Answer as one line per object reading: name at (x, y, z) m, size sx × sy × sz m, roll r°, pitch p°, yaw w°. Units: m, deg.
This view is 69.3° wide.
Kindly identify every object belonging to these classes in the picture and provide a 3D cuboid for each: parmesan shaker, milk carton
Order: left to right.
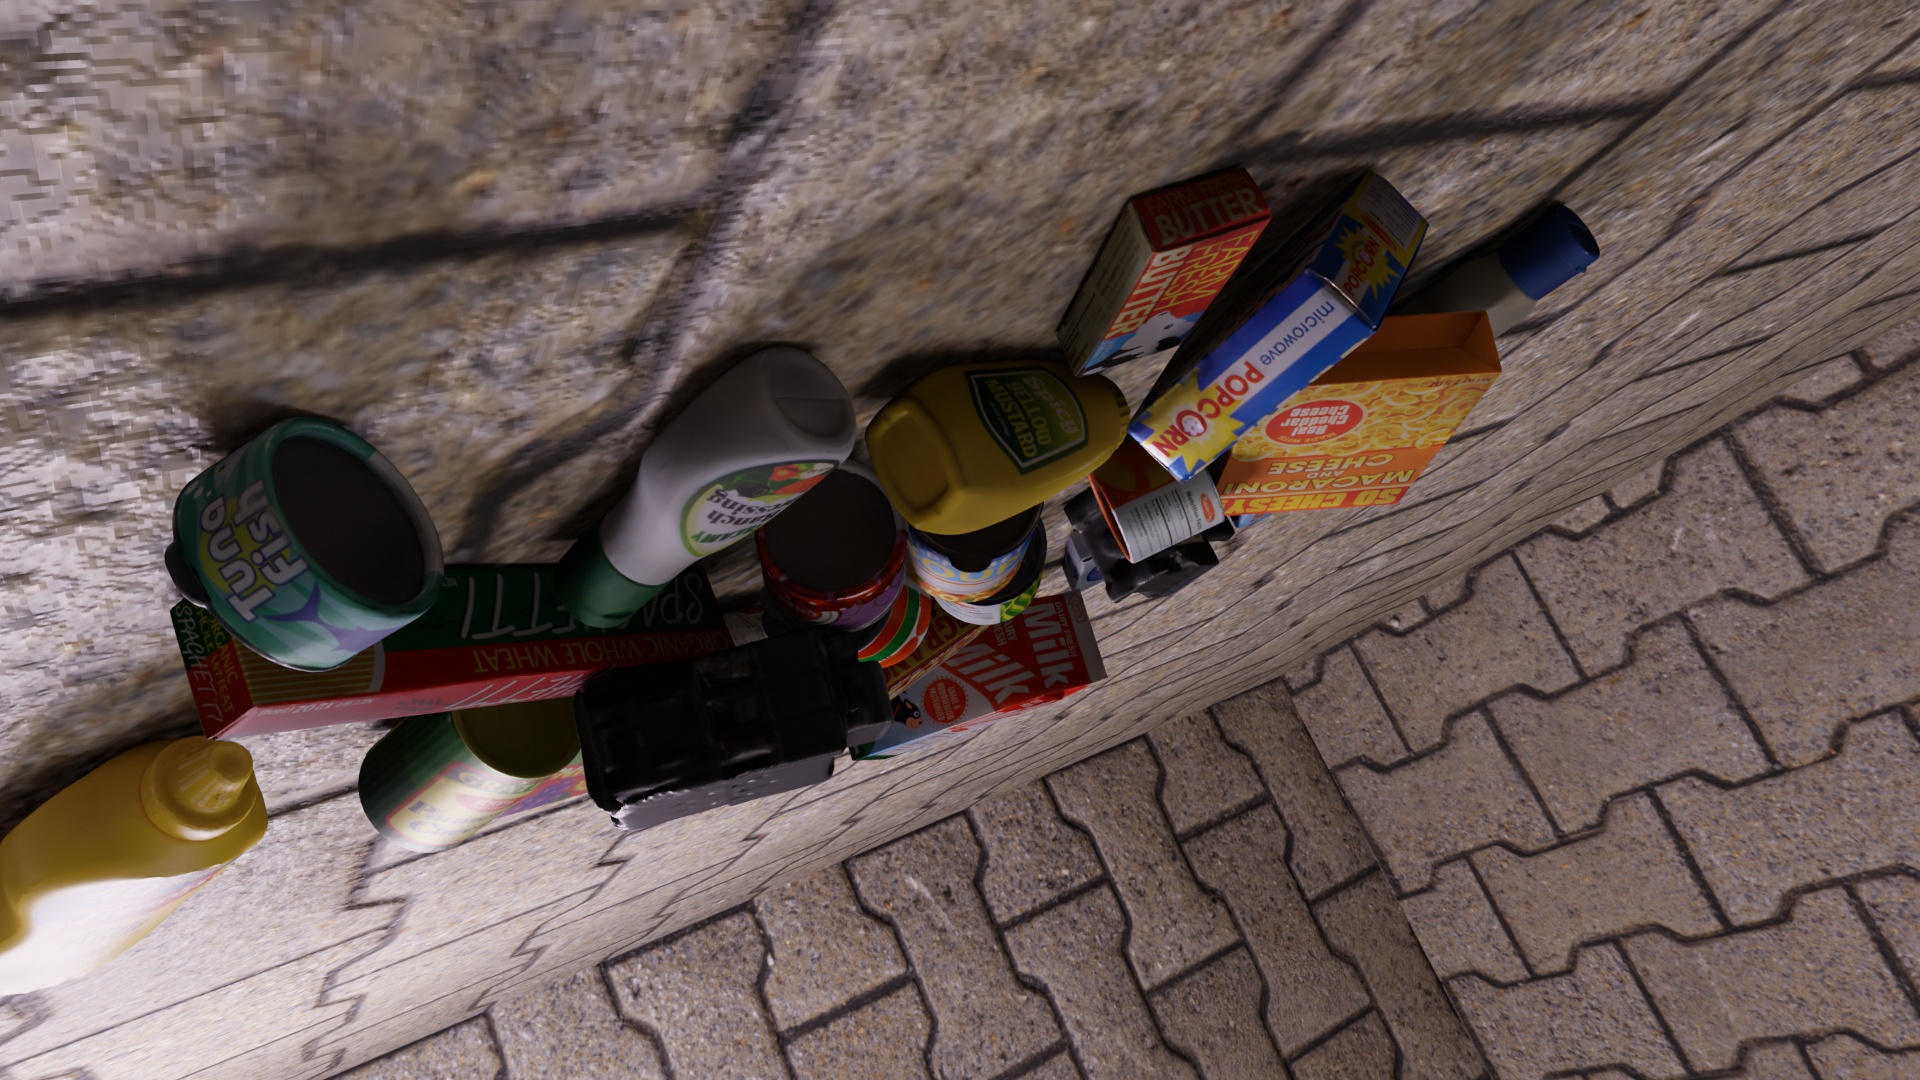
parmesan shaker at (-0.232, 0.102, 0.665) m, size 0.102 × 0.071 × 0.071 m, roll -36°, pitch 163°, yaw 35°
milk carton at (0.008, 0.098, 1.015) m, size 0.190 × 0.072 × 0.073 m, roll -20°, pitch 167°, yaw 12°

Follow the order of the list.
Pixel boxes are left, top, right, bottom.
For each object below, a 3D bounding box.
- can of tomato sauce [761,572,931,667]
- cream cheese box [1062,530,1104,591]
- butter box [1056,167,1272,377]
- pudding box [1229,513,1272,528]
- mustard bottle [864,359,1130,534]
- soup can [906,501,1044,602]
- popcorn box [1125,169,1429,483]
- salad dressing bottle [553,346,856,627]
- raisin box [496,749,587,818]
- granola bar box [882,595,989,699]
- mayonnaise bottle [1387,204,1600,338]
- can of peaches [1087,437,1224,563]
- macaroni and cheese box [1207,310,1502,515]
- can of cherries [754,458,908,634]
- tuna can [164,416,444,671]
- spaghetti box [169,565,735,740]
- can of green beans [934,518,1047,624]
can of tomato sauce at (-0.057, 0.033, 0.720) m, size 0.071 × 0.071 × 0.083 m, roll -27°, pitch 166°, yaw 7°
cream cheese box at (0.103, 0.008, 0.993) m, size 0.053 × 0.024 × 0.103 m, roll -23°, pitch 166°, yaw -5°
butter box at (0.077, -0.103, 0.548) m, size 0.053 × 0.024 × 0.103 m, roll -20°, pitch 165°, yaw -19°
pudding box at (0.192, -0.046, 0.900) m, size 0.030 × 0.050 × 0.083 m, roll -21°, pitch 165°, yaw -12°
mustard bottle at (0.030, -0.048, 0.596) m, size 0.048 × 0.065 × 0.161 m, roll -36°, pitch 170°, yaw 40°
soup can at (0.002, -0.008, 0.664) m, size 0.071 × 0.071 × 0.083 m, roll -23°, pitch 166°, yaw -10°
popcorn box at (0.133, -0.089, 0.590) m, size 0.126 × 0.038 × 0.085 m, roll -43°, pitch -171°, yaw 50°
salad dressing bottle at (-0.100, -0.015, 0.519) m, size 0.147 × 0.044 × 0.064 m, roll -36°, pitch 161°, yaw 36°
raisin box at (-0.212, 0.111, 0.796) m, size 0.086 × 0.040 × 0.123 m, roll -10°, pitch 158°, yaw -49°
granola bar box at (-0.047, 0.078, 0.883) m, size 0.166 × 0.039 × 0.123 m, roll -33°, pitch 172°, yaw -36°
mayonnaise bottle at (0.281, -0.128, 0.775) m, size 0.065 × 0.041 × 0.147 m, roll -3°, pitch 153°, yaw -45°
can of peaches at (0.108, -0.029, 0.788) m, size 0.058 × 0.071 × 0.071 m, roll -26°, pitch 166°, yaw 1°
macaroni and cheese box at (0.206, -0.066, 0.768) m, size 0.124 × 0.040 × 0.165 m, roll -4°, pitch 159°, yaw -3°
can of cherries at (-0.058, 0.005, 0.613) m, size 0.071 × 0.071 × 0.058 m, roll -23°, pitch 165°, yaw -11°
tuna can at (-0.181, 0.000, 0.388) m, size 0.033 × 0.071 × 0.071 m, roll -30°, pitch 165°, yaw 13°
spaghetti box at (-0.183, 0.038, 0.557) m, size 0.028 × 0.050 × 0.250 m, roll -31°, pitch 165°, yaw 26°
can of green beans at (0.013, 0.009, 0.756) m, size 0.071 × 0.071 × 0.057 m, roll -24°, pitch 166°, yaw -5°
